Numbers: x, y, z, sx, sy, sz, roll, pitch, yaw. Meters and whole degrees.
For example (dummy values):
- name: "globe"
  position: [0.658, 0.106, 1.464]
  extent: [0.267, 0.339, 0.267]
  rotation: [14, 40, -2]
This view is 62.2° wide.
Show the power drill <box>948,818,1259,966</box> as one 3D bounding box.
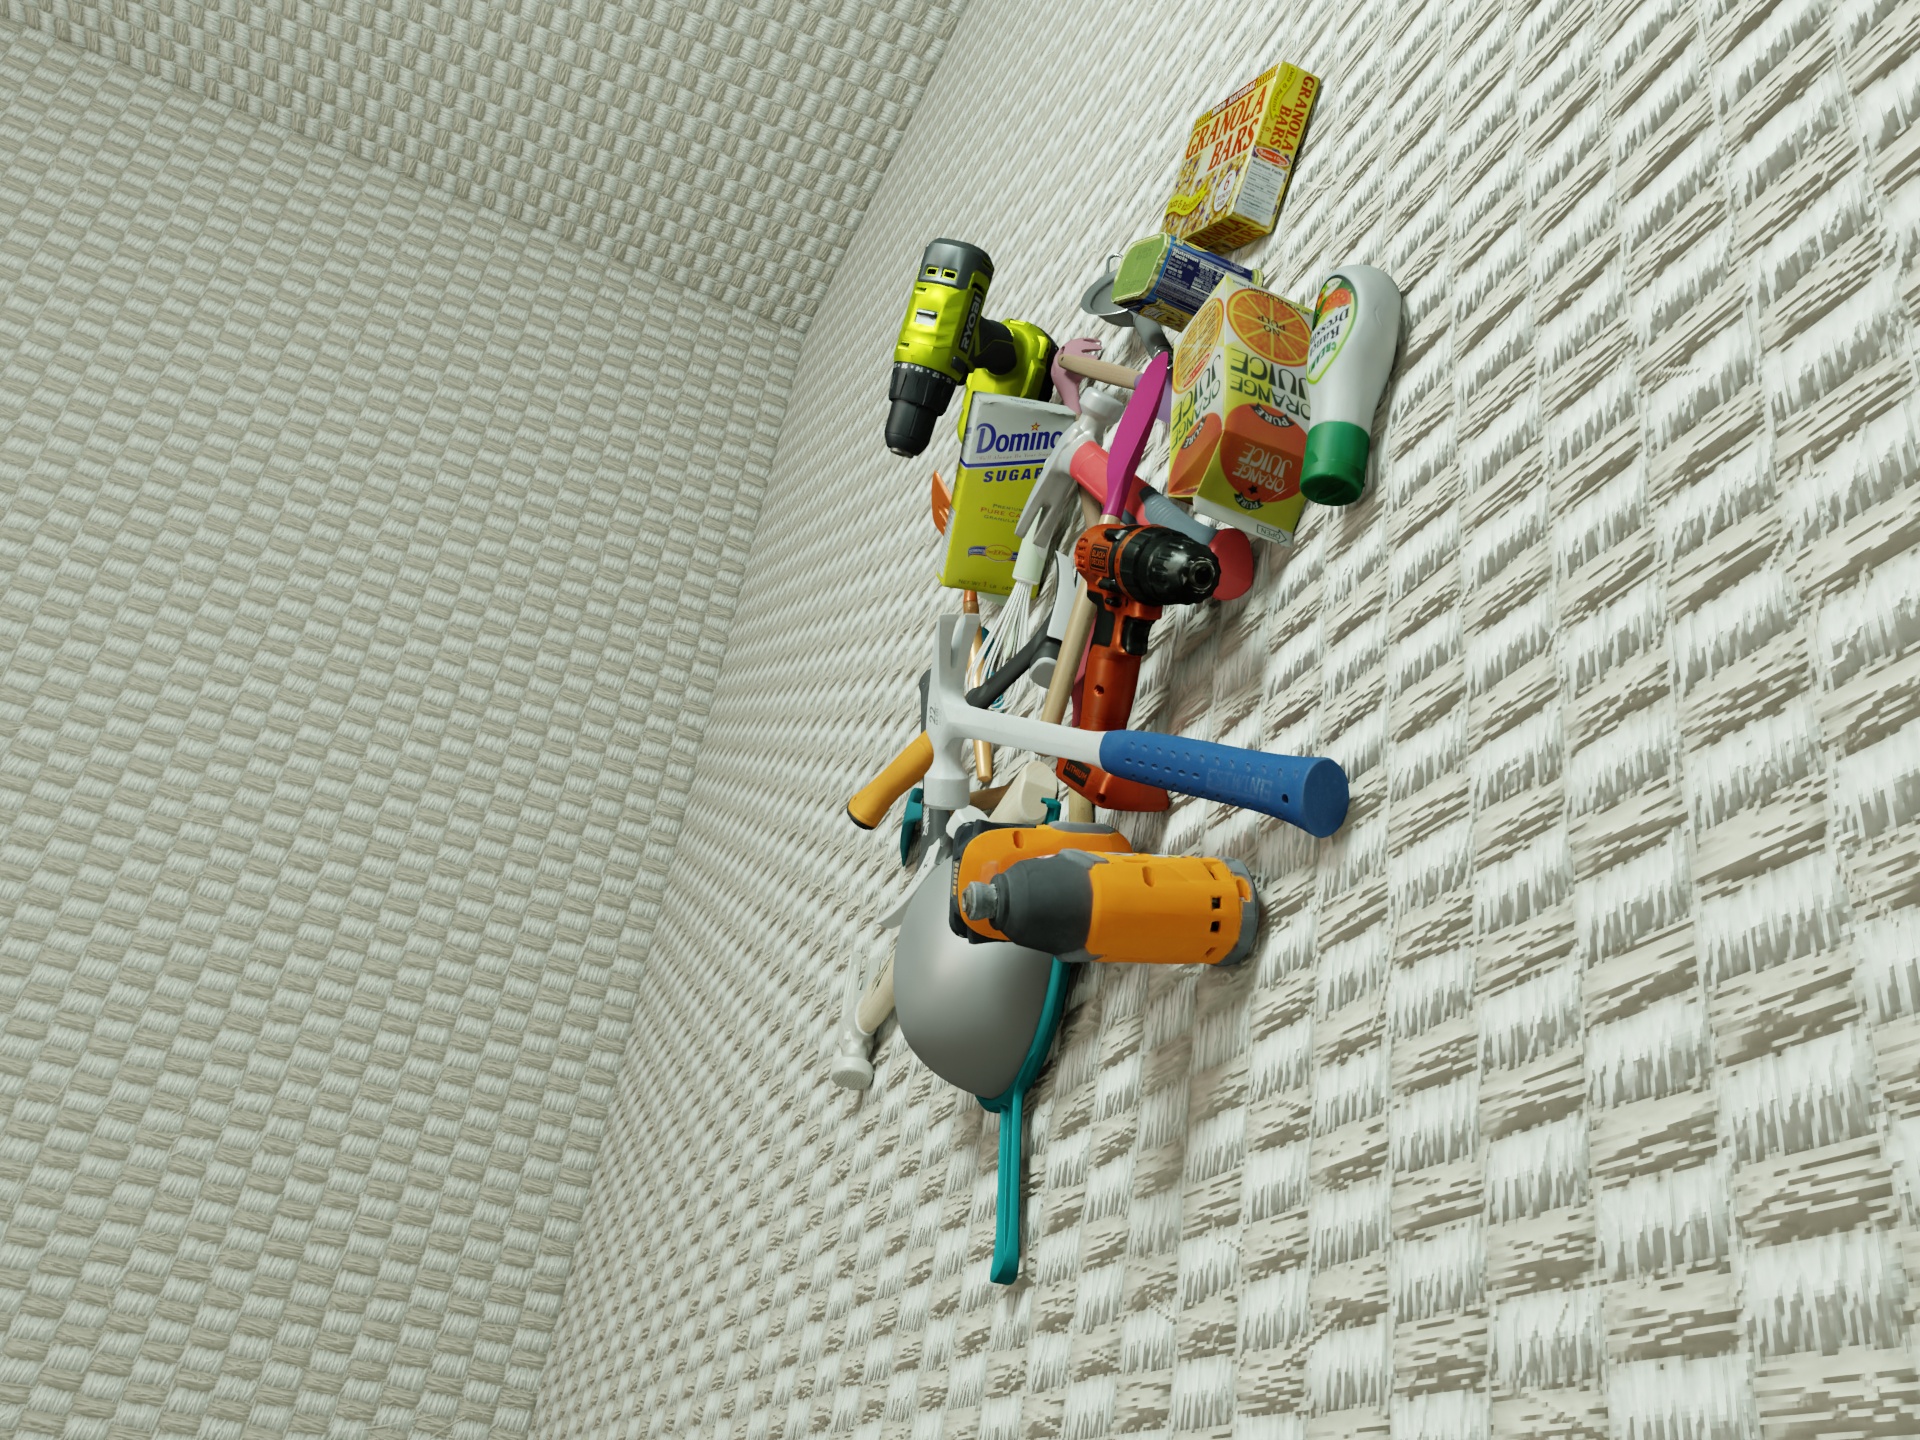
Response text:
- name: "power drill"
  position: [0.061, 0.105, 0.965]
  extent: [0.226, 0.164, 0.084]
  rotation: [175, 99, -75]

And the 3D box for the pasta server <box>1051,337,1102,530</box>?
- name: "pasta server"
  position: [0.115, -0.256, 1.447]
  extent: [0.317, 0.040, 0.060]
  rotation: [-94, 27, -45]

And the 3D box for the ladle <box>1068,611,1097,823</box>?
- name: "ladle"
  position: [0.090, 0.028, 1.203]
  extent: [0.069, 0.031, 0.316]
  rotation: [-52, 27, 46]

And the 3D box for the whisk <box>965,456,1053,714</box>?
- name: "whisk"
  position: [0.056, -0.118, 1.421]
  extent: [0.059, 0.057, 0.246]
  rotation: [21, 97, 39]

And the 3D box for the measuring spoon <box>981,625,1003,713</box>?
- name: "measuring spoon"
  position: [0.031, -0.044, 1.512]
  extent: [0.042, 0.021, 0.129]
  rotation: [-63, 27, 29]

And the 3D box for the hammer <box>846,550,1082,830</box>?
- name: "hammer"
  position: [-0.002, -0.004, 1.327]
  extent: [0.336, 0.034, 0.127]
  rotation: [-43, 24, 44]

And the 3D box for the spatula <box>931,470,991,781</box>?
- name: "spatula"
  position: [0.002, -0.088, 1.503]
  extent: [0.081, 0.041, 0.323]
  rotation: [95, 172, -61]

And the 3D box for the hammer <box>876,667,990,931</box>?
- name: "hammer"
  position: [-0.025, 0.052, 1.431]
  extent: [0.146, 0.035, 0.335]
  rotation: [-58, 17, 27]

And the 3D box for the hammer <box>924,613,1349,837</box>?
- name: "hammer"
  position: [0.087, 0.013, 1.003]
  extent: [0.406, 0.035, 0.144]
  rotation: [11, 102, 58]

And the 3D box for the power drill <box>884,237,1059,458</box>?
- name: "power drill"
  position: [0.006, -0.320, 1.485]
  extent: [0.228, 0.080, 0.190]
  rotation: [13, -86, -66]

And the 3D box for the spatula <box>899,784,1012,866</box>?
- name: "spatula"
  position: [-0.003, 0.083, 1.465]
  extent: [0.317, 0.044, 0.082]
  rotation: [-18, 54, 65]

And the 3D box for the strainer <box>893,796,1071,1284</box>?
- name: "strainer"
  position: [0.001, 0.225, 1.130]
  extent: [0.211, 0.095, 0.341]
  rotation: [119, 160, -48]

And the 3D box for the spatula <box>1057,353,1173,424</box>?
- name: "spatula"
  position: [0.145, -0.292, 1.352]
  extent: [0.060, 0.018, 0.316]
  rotation: [-63, 24, 8]

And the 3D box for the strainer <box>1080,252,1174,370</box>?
- name: "strainer"
  position: [0.154, -0.339, 1.348]
  extent: [0.087, 0.050, 0.259]
  rotation: [-20, 30, 8]

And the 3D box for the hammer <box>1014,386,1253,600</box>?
- name: "hammer"
  position: [0.128, -0.150, 1.212]
  extent: [0.143, 0.038, 0.387]
  rotation: [-62, 21, 15]

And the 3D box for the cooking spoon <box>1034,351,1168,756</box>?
- name: "cooking spoon"
  position: [0.104, -0.124, 1.166]
  extent: [0.069, 0.017, 0.319]
  rotation: [162, 127, -71]

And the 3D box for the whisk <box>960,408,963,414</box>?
- name: "whisk"
  position: [0.048, -0.257, 1.612]
  extent: [0.296, 0.073, 0.073]
  rotation: [-101, 33, -51]

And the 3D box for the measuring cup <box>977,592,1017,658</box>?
- name: "measuring cup"
  position: [0.035, -0.122, 1.530]
  extent: [0.168, 0.038, 0.083]
  rotation: [-85, 21, -46]

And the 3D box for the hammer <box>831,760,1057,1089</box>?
- name: "hammer"
  position: [-0.020, 0.166, 1.401]
  extent: [0.146, 0.038, 0.410]
  rotation: [-86, 22, -45]
